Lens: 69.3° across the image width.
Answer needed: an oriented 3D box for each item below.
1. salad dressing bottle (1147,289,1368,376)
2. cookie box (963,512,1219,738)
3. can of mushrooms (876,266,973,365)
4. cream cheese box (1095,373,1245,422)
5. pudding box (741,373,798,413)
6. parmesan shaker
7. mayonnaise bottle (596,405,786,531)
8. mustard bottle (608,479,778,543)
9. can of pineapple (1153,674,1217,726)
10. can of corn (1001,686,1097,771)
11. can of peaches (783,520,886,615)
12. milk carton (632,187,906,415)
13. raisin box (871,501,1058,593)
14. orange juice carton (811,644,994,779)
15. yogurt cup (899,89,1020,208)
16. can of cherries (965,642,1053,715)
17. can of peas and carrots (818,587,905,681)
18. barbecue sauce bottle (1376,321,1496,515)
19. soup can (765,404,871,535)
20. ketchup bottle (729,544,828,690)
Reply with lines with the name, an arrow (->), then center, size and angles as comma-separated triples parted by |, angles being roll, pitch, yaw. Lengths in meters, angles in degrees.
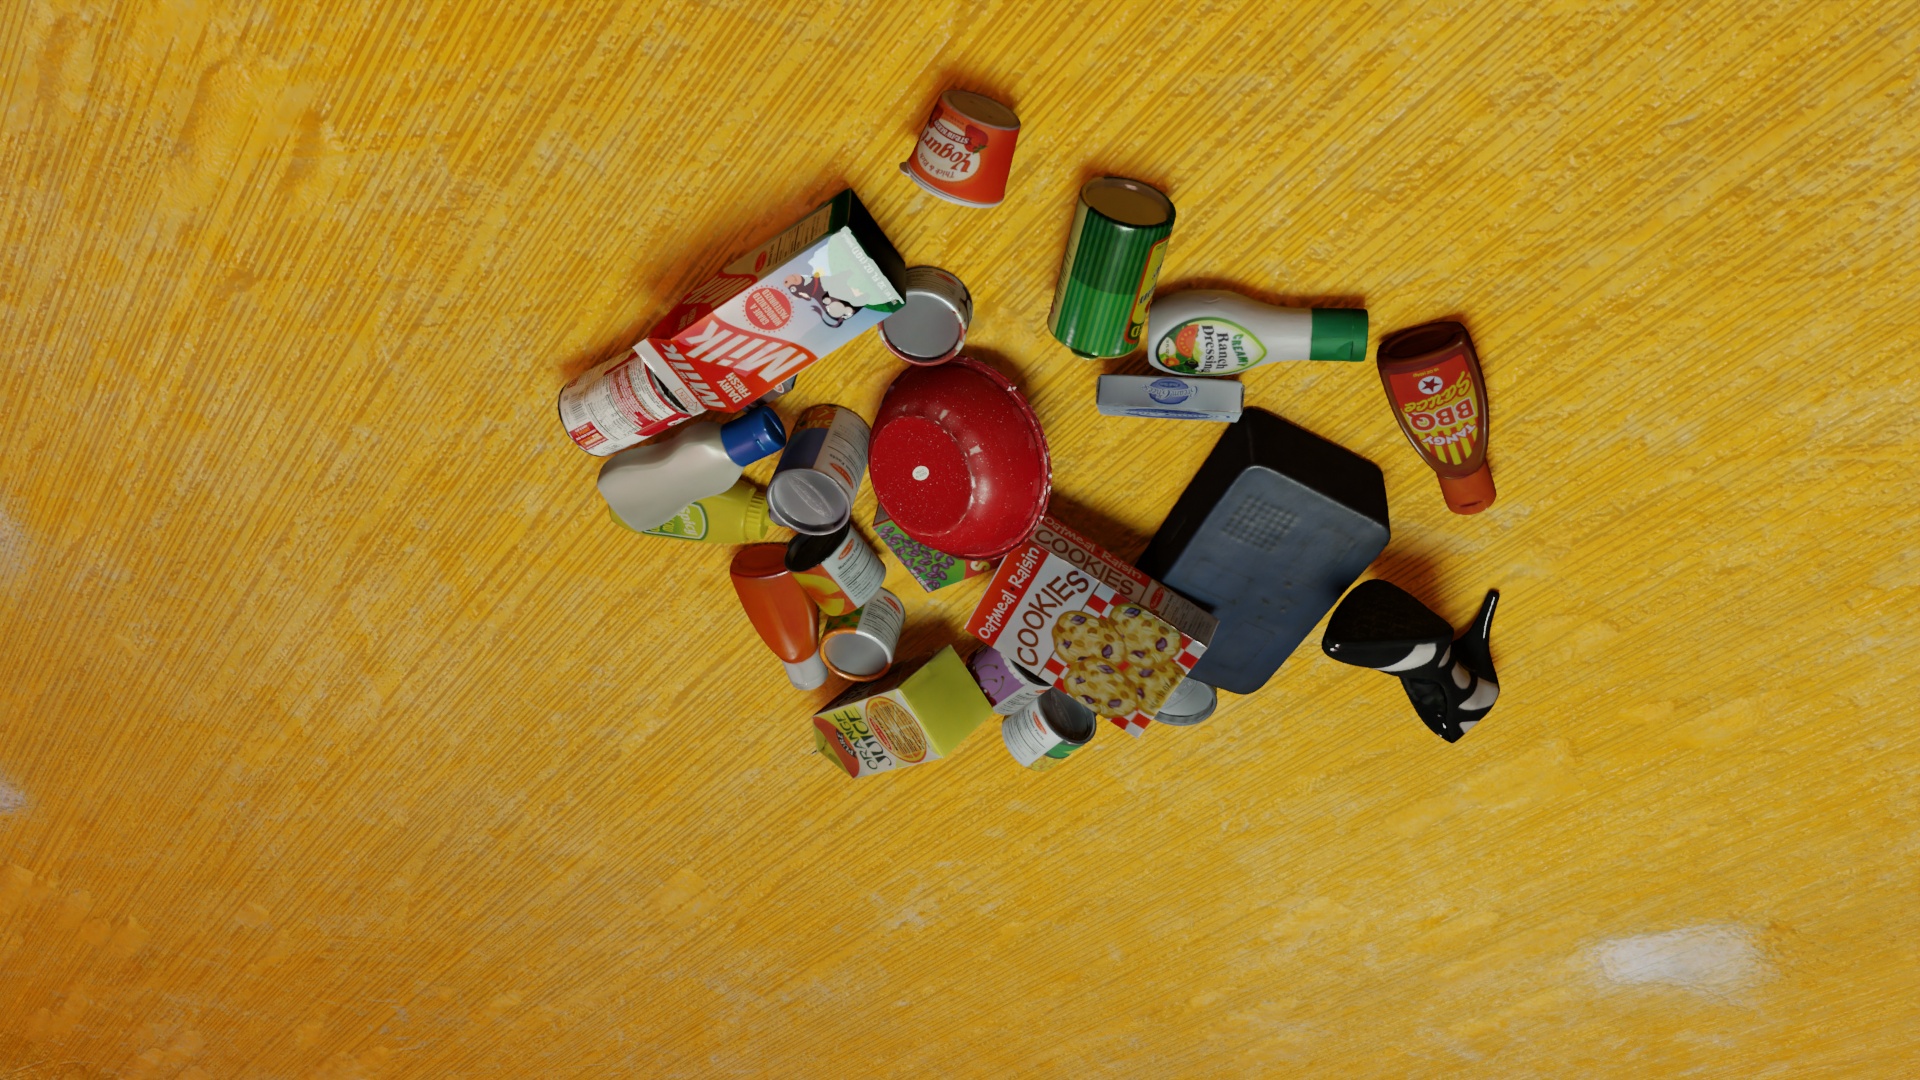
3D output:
salad dressing bottle -> 0.205, -0.143, 0.962 | 0.148, 0.044, 0.064 | 2, 137, 11
cookie box -> 0.100, 0.066, 1.092 | 0.167, 0.040, 0.122 | 32, 132, 4
can of mushrooms -> -0.026, -0.160, 1.005 | 0.071, 0.034, 0.070 | 6, 132, 6
cream cheese box -> 0.151, -0.103, 1.004 | 0.104, 0.053, 0.024 | 4, 88, 9
pudding box -> -0.168, -0.141, 1.054 | 0.049, 0.030, 0.083 | -24, 122, 28
parmesan shaker -> 0.100, -0.181, 0.932 | 0.071, 0.072, 0.102 | 13, 133, 0
mayonnaise bottle -> -0.206, -0.060, 1.080 | 0.148, 0.041, 0.064 | -23, 125, 17
mustard bottle -> -0.209, -0.028, 1.150 | 0.160, 0.049, 0.065 | 10, 130, 4
can of pineapple -> 0.186, 0.114, 1.186 | 0.071, 0.058, 0.070 | 6, 132, 7
can of corn -> 0.081, 0.166, 1.252 | 0.071, 0.071, 0.058 | 32, 131, -16
can of peaches -> -0.106, 0.021, 1.162 | 0.071, 0.071, 0.058 | -20, 125, 27
milk carton -> -0.135, -0.158, 0.976 | 0.190, 0.074, 0.072 | -29, 121, 16
raisin box -> 0.004, -0.014, 1.124 | 0.123, 0.040, 0.086 | -21, 124, 28
orange juice carton -> -0.064, 0.158, 1.236 | 0.192, 0.072, 0.073 | -25, 100, 52
yogurt cup -> 0.005, -0.254, 0.895 | 0.072, 0.073, 0.053 | 20, 124, -5
can of cherries -> 0.045, 0.108, 1.209 | 0.071, 0.072, 0.058 | 34, 130, -18
can of peas and carrots -> -0.088, 0.082, 1.216 | 0.071, 0.059, 0.070 | 6, 132, 7
barbecue sauce bottle -> 0.345, -0.083, 0.986 | 0.065, 0.044, 0.148 | -15, 127, 23
soup can -> -0.110, -0.055, 1.082 | 0.071, 0.084, 0.071 | 6, 132, 7
ketchup bottle -> -0.154, 0.071, 1.231 | 0.065, 0.044, 0.148 | -2, 131, 15
